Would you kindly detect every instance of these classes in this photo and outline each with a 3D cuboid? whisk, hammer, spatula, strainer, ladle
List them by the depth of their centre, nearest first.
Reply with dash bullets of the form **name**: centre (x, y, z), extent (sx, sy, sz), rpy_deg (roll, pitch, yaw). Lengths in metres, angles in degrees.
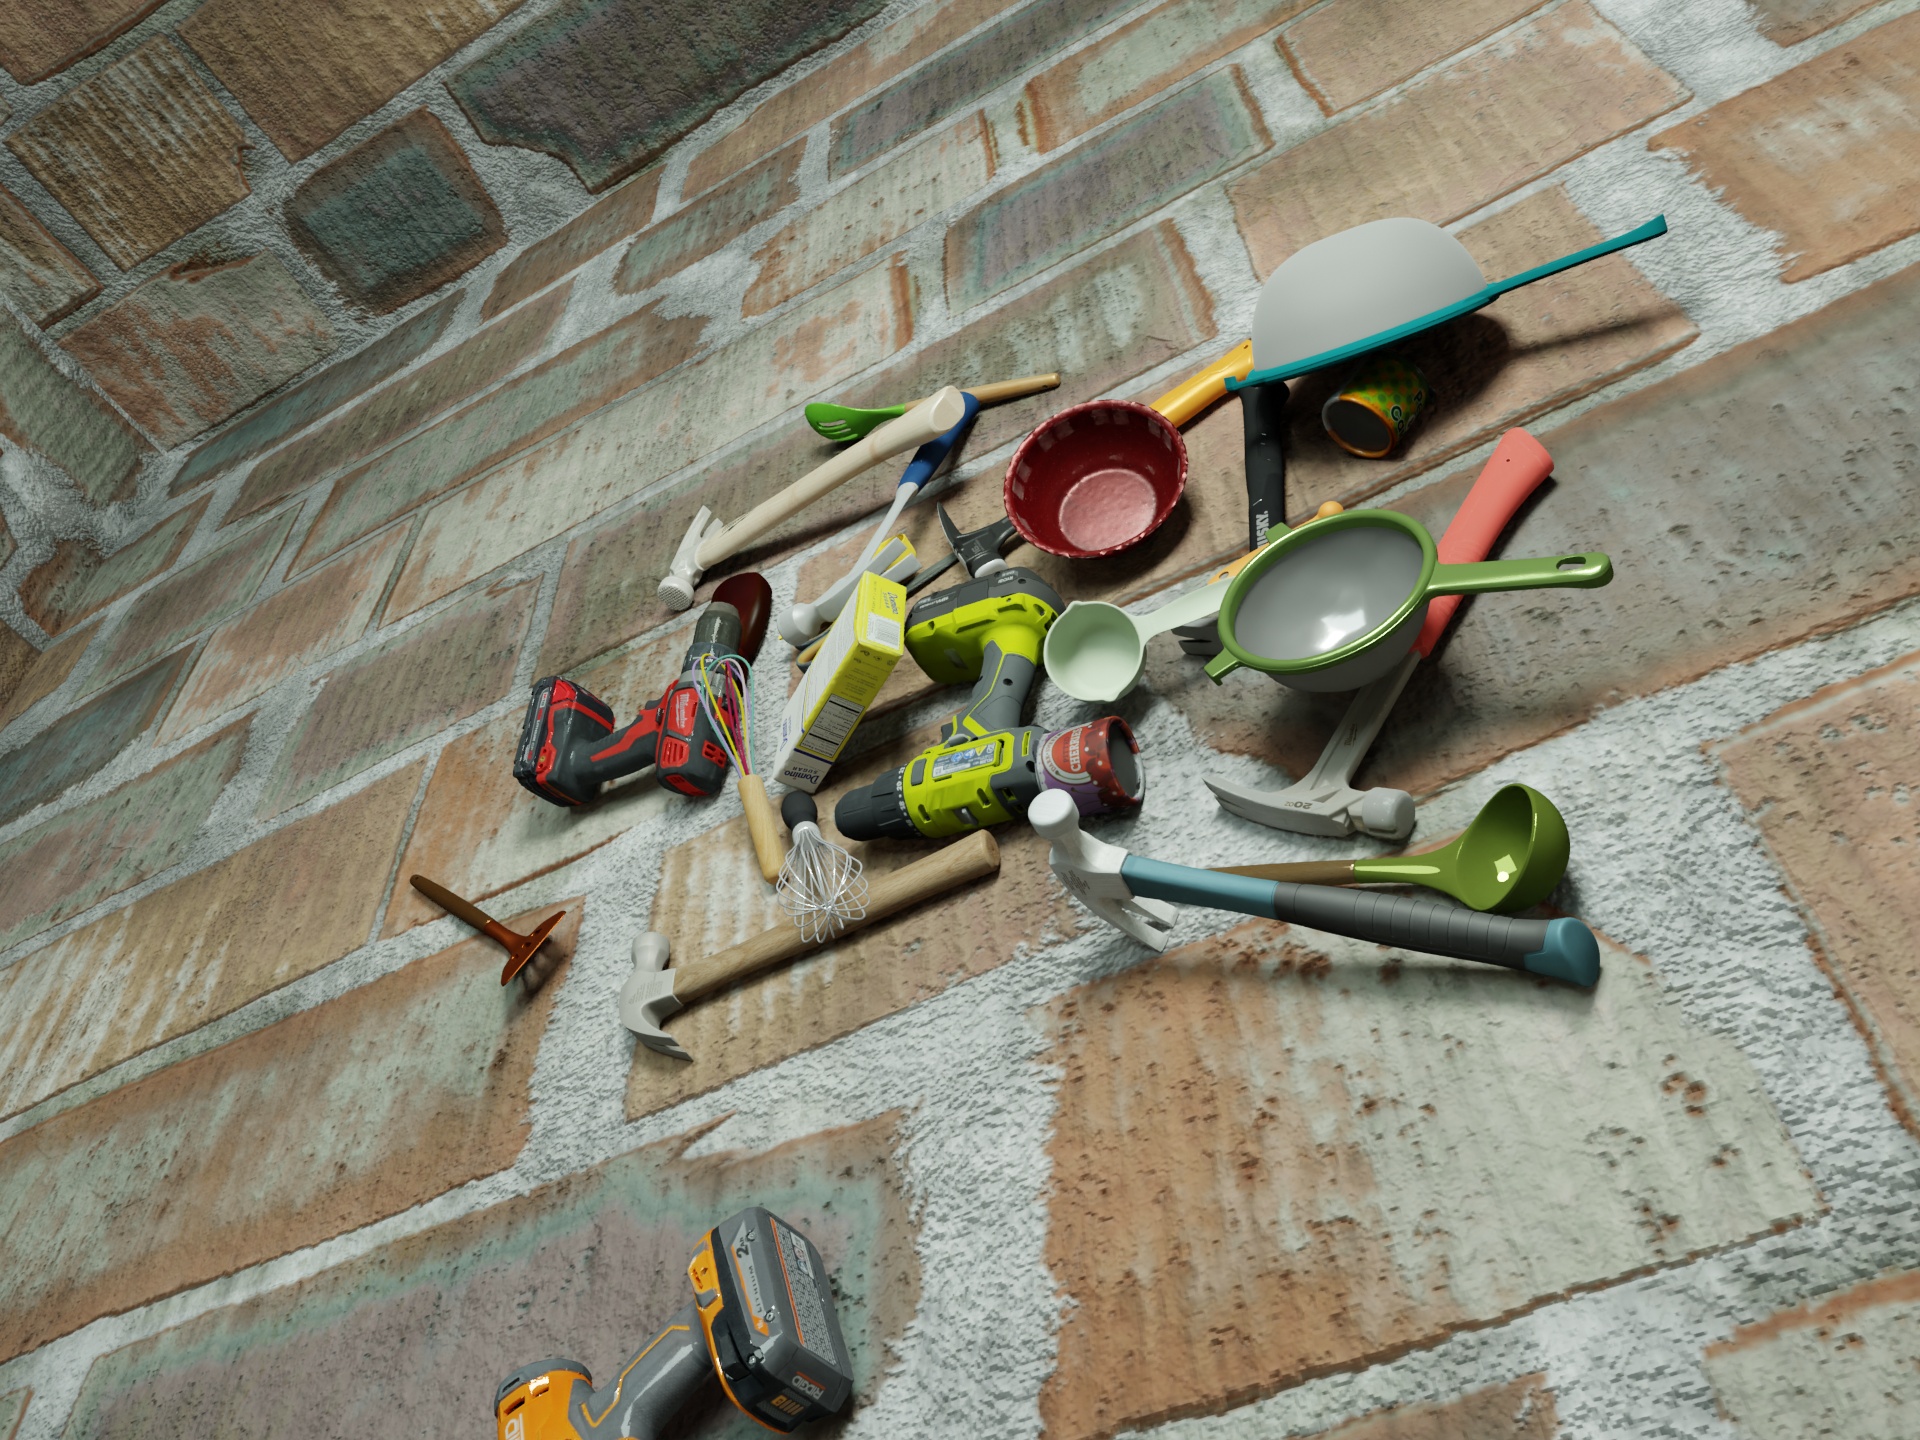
- **hammer**: centre (0.202, 0.109, 0.941), extent (0.331, 0.128, 0.033), rpy_deg (7, 54, 34)
- **ladle**: centre (0.217, 0.090, 0.987), extent (0.320, 0.062, 0.078), rpy_deg (-9, 54, 38)
- **strainer**: centre (0.295, -0.070, 1.030), extent (0.256, 0.069, 0.151), rpy_deg (-2, 46, 38)
- **hammer**: centre (0.311, -0.069, 1.105), extent (0.149, 0.036, 0.359), rpy_deg (9, 56, 46)
- **hammer**: centre (-0.120, 0.163, 1.212), extent (0.331, 0.031, 0.130), rpy_deg (-25, 36, 16)
- **whisk**: centre (-0.114, 0.098, 1.215), extent (0.070, 0.070, 0.285), rpy_deg (-37, 17, 0)
- **strainer**: centre (0.372, -0.364, 1.261), extent (0.340, 0.095, 0.211), rpy_deg (-14, 14, 38)
- **hammer**: centre (0.243, -0.177, 1.290), extent (0.146, 0.035, 0.335), rpy_deg (-18, 39, 24)
- **whisk**: centre (-0.182, 0.036, 1.358), extent (0.051, 0.047, 0.245), rpy_deg (-16, 55, -8)
- **hammer**: centre (0.135, -0.247, 1.460), extent (0.337, 0.034, 0.127), rpy_deg (-34, 41, 3)
- **spatula**: centre (-0.449, 0.179, 1.468), extent (0.323, 0.041, 0.081), rpy_deg (14, 59, 49)
- **hammer**: centre (-0.049, -0.215, 1.516), extent (0.144, 0.035, 0.406), rpy_deg (-27, 23, 33)
- **hammer**: centre (-0.155, -0.245, 1.646), extent (0.410, 0.038, 0.146), rpy_deg (-24, 35, 35)

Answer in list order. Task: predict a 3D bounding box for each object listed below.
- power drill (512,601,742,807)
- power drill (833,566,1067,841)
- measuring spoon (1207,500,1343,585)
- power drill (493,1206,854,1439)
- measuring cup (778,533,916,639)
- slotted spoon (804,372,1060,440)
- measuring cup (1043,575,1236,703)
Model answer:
- **power drill**: centre (-0.302, -0.012, 1.501), extent (0.227, 0.080, 0.188), rpy_deg (-9, 60, 31)
- **power drill**: centre (-0.002, -0.004, 1.266), extent (0.190, 0.080, 0.229), rpy_deg (-16, 43, 26)
- **measuring spoon**: centre (0.237, -0.133, 1.203), extent (0.117, 0.011, 0.021), rpy_deg (-31, 35, 5)
- **power drill**: centre (-0.176, 0.412, 0.934), extent (0.226, 0.084, 0.164), rpy_deg (-38, 35, 6)
- **measuring cup**: centre (-0.106, -0.118, 1.509), extent (0.156, 0.029, 0.062), rpy_deg (-38, 20, 8)
- **slotted spoon**: centre (-0.036, -0.339, 1.707), extent (0.314, 0.070, 0.031), rpy_deg (-5, 65, 30)
- **measuring cup**: centre (0.145, -0.067, 1.199), extent (0.167, 0.038, 0.083), rpy_deg (-24, 75, 11)
